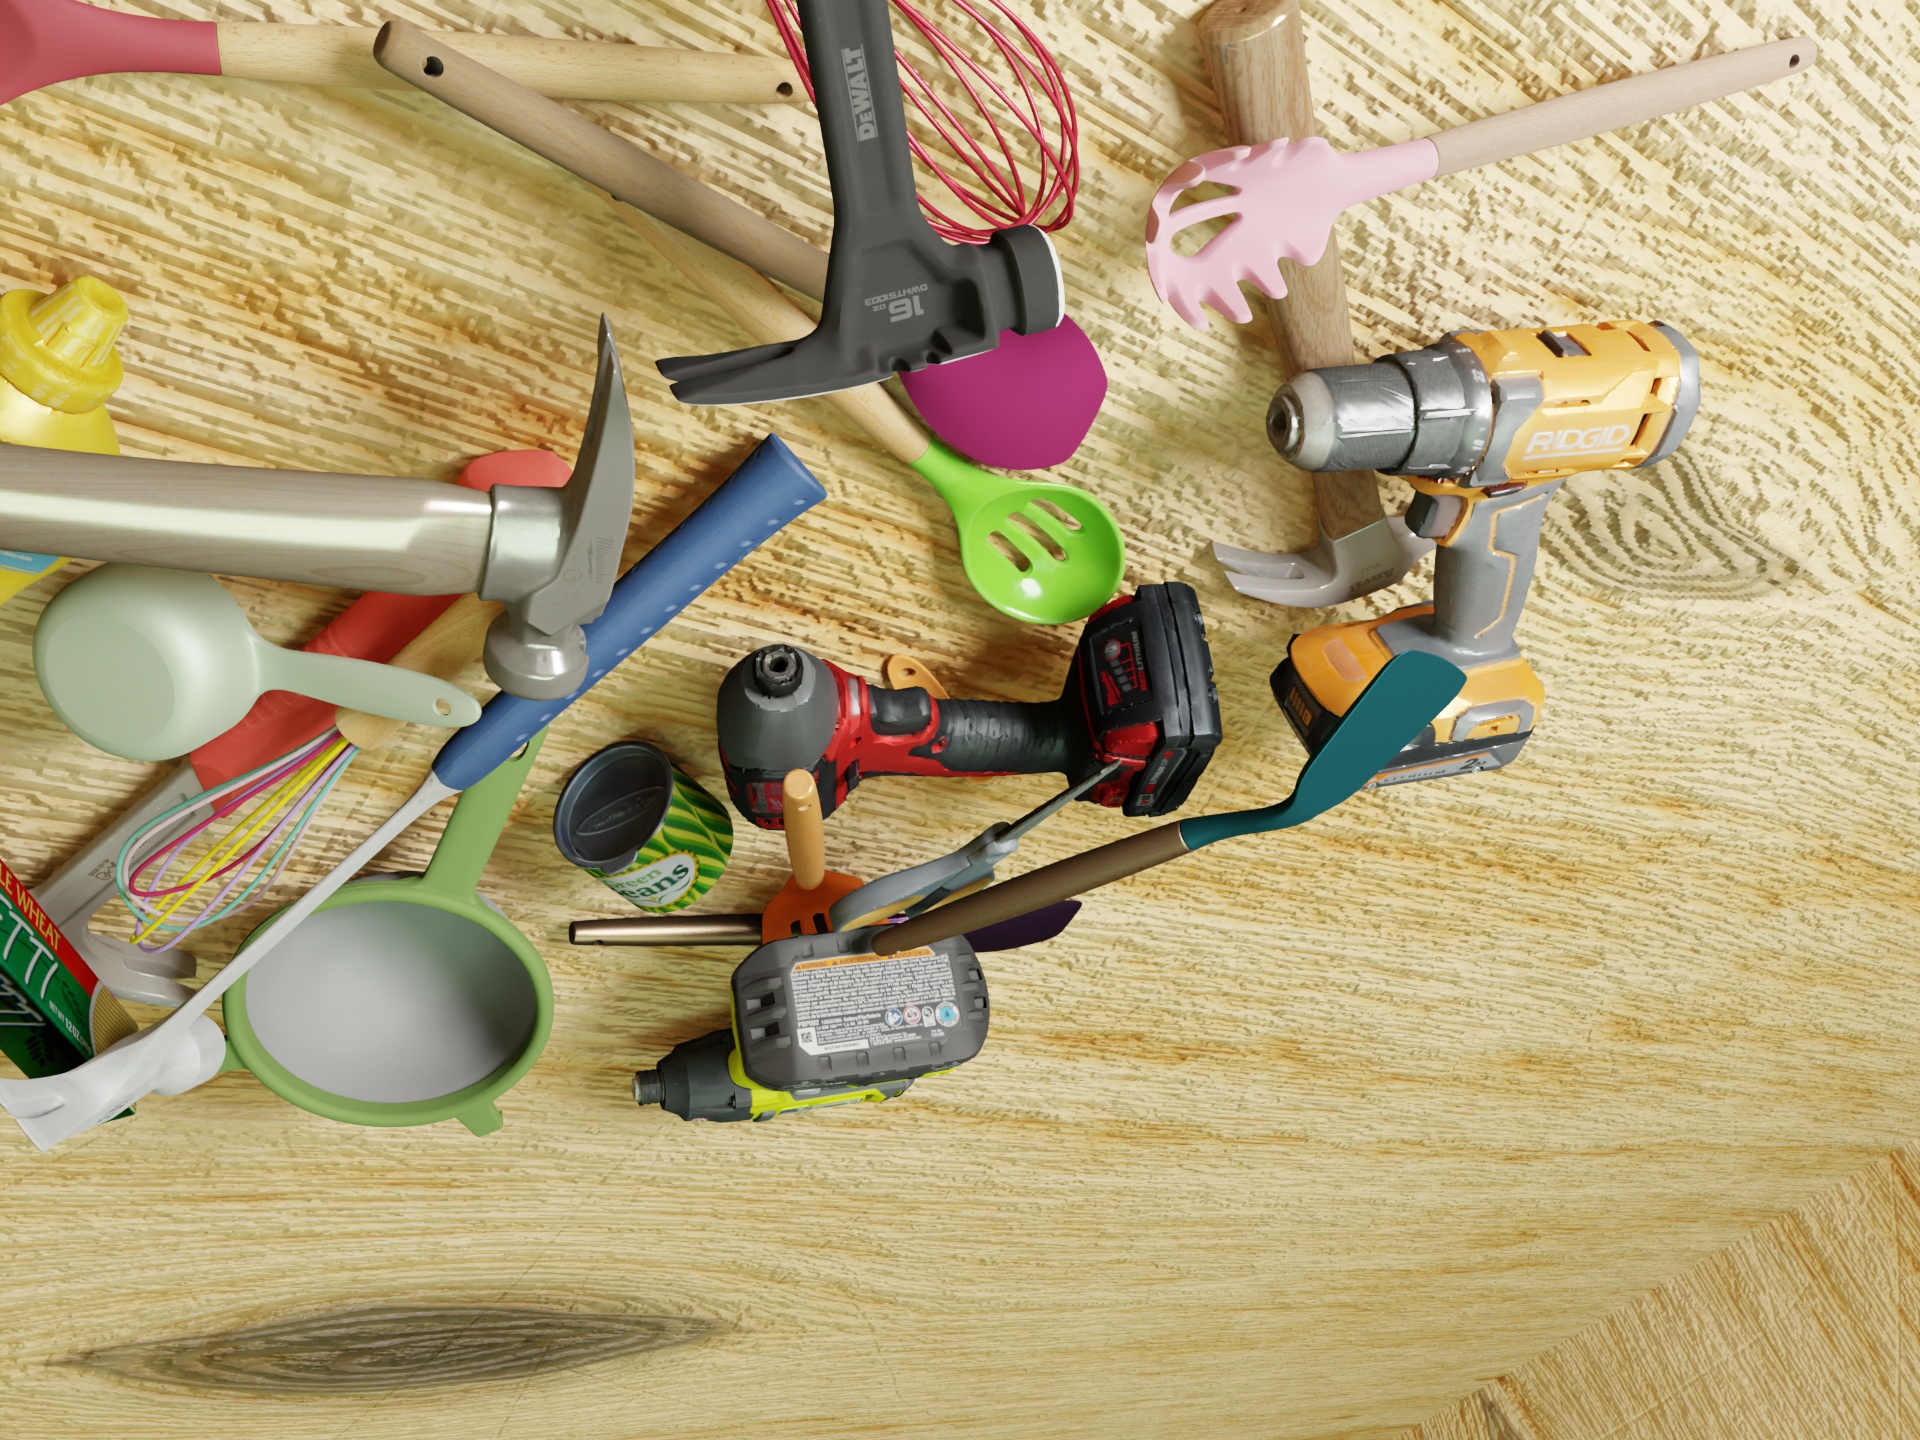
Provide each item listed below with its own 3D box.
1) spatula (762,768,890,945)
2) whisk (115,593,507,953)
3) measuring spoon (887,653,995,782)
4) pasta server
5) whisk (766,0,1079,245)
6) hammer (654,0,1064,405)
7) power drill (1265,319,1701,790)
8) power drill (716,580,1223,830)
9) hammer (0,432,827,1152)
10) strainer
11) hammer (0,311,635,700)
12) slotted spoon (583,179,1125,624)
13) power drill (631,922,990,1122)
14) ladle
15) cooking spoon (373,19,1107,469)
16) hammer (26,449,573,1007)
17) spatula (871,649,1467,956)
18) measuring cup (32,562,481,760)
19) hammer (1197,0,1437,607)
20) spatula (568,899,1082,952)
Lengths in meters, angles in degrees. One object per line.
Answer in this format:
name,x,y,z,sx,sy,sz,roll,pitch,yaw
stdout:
spatula,-0.071,0.079,0.779,0.081,0.041,0.322,-18,165,-9
whisk,-0.256,0.014,0.636,0.245,0.051,0.047,-38,173,16
measuring spoon,-0.009,-0.002,0.811,0.021,0.011,0.116,-24,139,12
pasta server,0.200,-0.213,0.590,0.316,0.040,0.060,-20,127,-16
whisk,-0.057,-0.238,0.461,0.073,0.073,0.295,-36,135,19
hammer,-0.050,-0.244,0.403,0.127,0.034,0.336,-17,127,-12
power drill,0.206,-0.072,0.715,0.185,0.084,0.226,-7,135,-17
power drill,-0.001,-0.002,0.724,0.219,0.079,0.143,-5,157,-6
hammer,-0.216,0.030,0.644,0.405,0.035,0.144,-41,179,4
strainer,-0.252,0.081,0.764,0.151,0.069,0.256,21,113,-23
hammer,-0.304,-0.075,0.466,0.410,0.038,0.146,2,135,-25
slotted spoon,-0.032,-0.124,0.636,0.070,0.031,0.313,-36,138,19
power drill,-0.088,0.185,0.908,0.171,0.080,0.223,-3,159,-22
ladle,-0.192,-0.198,0.472,0.315,0.031,0.069,-6,143,-22
cooking spoon,-0.055,-0.159,0.562,0.318,0.017,0.068,18,105,-43
hammer,-0.287,0.010,0.674,0.359,0.037,0.149,-35,140,18
spatula,0.081,0.050,0.733,0.317,0.044,0.082,-24,160,30
measuring cup,-0.263,-0.013,0.588,0.167,0.038,0.083,11,114,7
hammer,0.149,-0.157,0.674,0.130,0.031,0.331,-25,142,5
spatula,-0.070,0.122,0.924,0.315,0.018,0.059,3,139,-29
